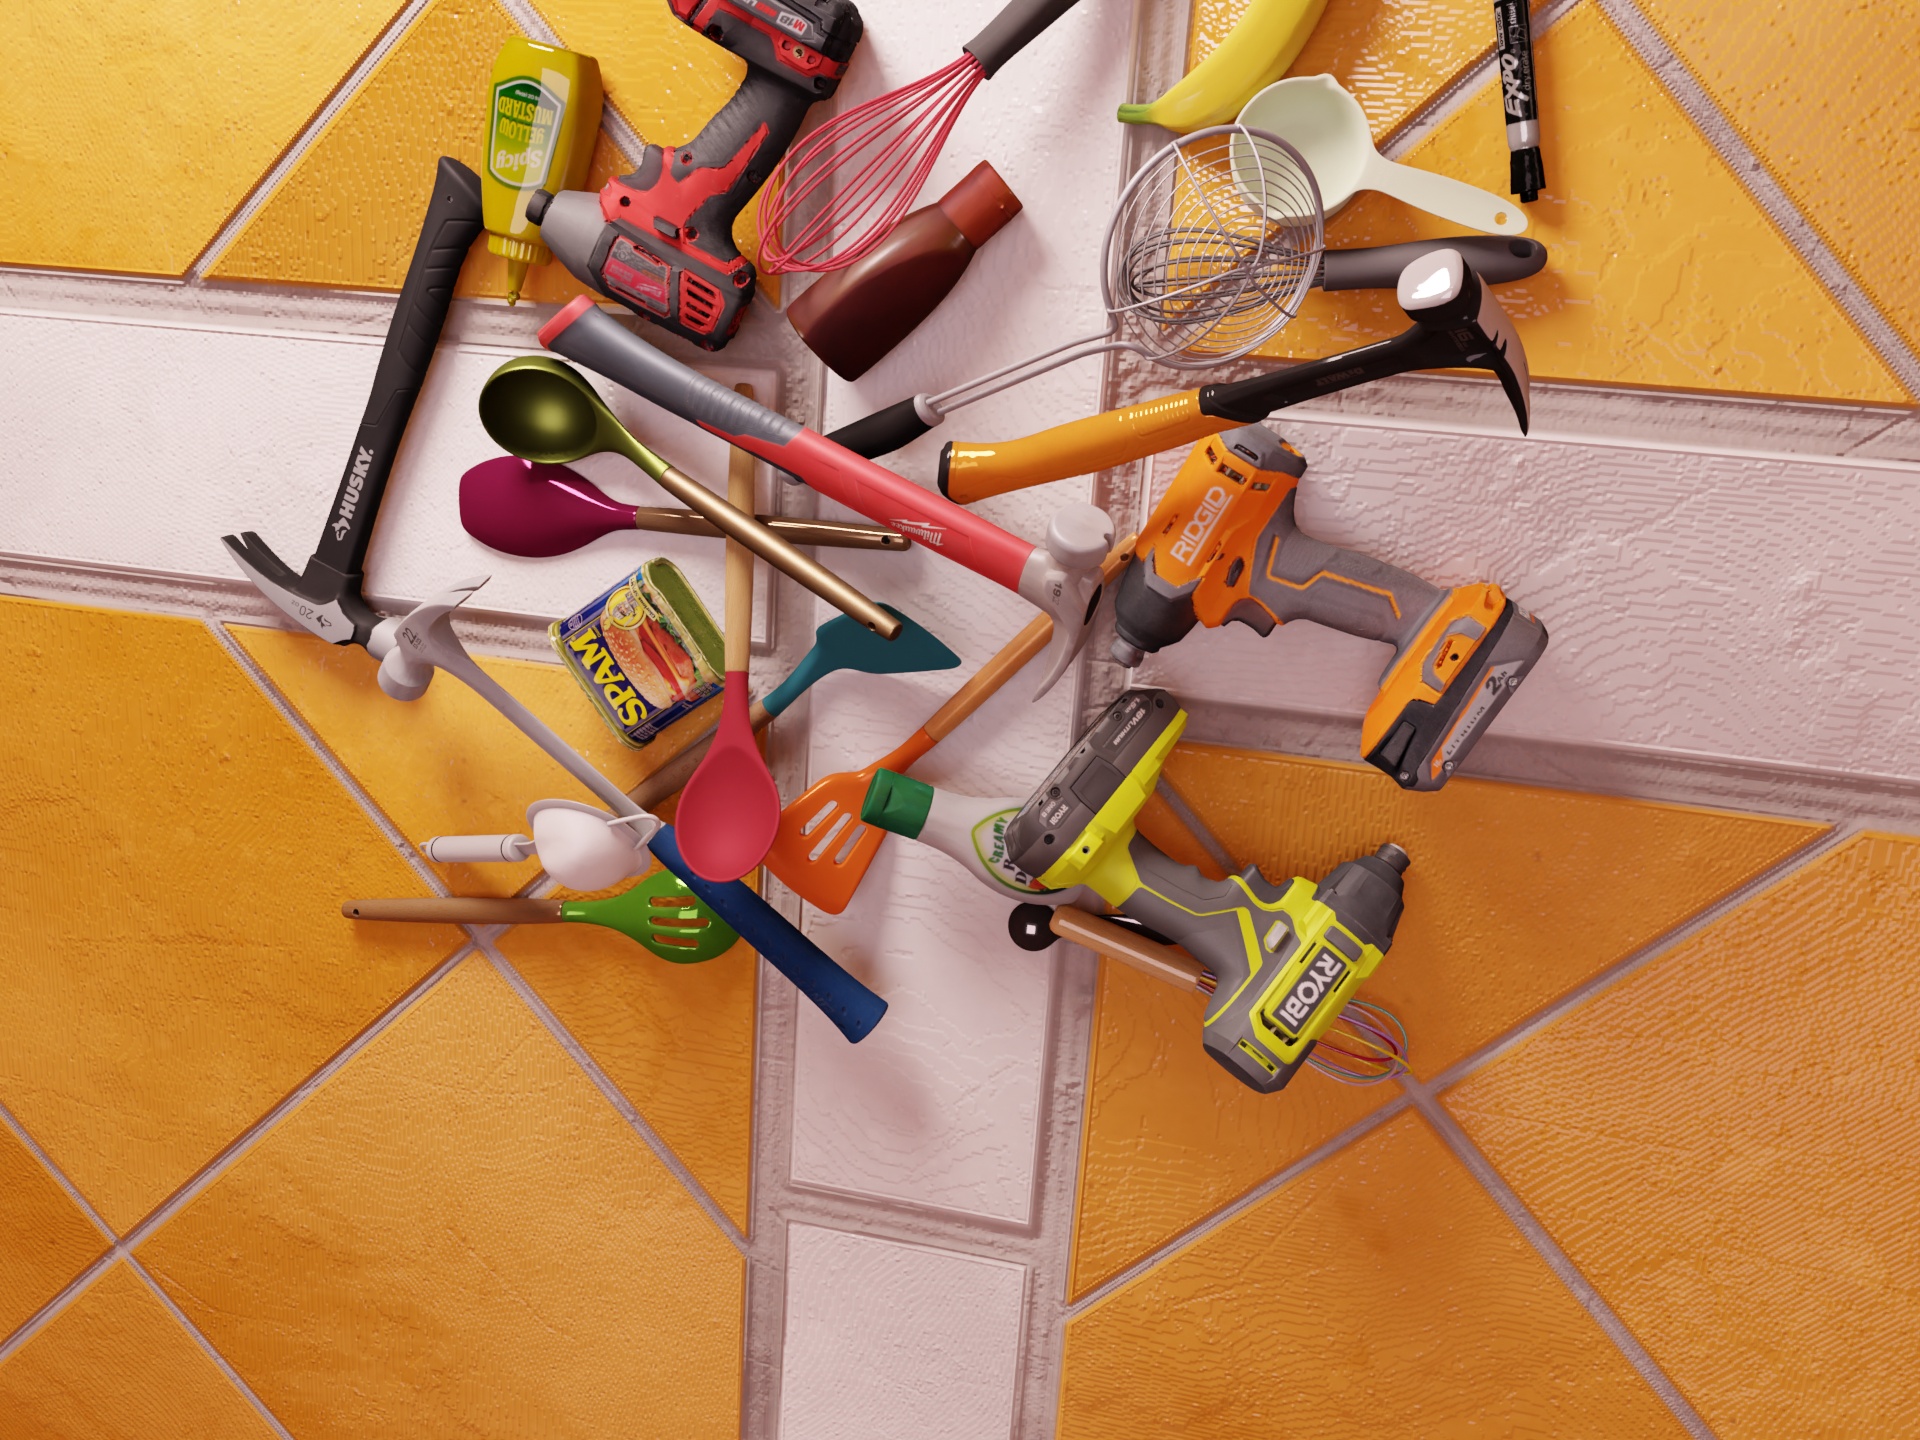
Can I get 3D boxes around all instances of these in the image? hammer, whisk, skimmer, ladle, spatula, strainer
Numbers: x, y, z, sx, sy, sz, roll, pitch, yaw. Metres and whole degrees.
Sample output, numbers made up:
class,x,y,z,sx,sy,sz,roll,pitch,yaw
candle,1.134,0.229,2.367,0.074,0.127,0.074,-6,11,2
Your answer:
class,x,y,z,sx,sy,sz,roll,pitch,yaw
hammer,-0.386,-0.211,1.061,0.146,0.035,0.334,28,109,5
whisk,0.172,0.171,1.010,0.245,0.047,0.051,23,101,6
skimmer,0.035,-0.219,0.915,0.363,0.090,0.127,-14,138,39
ladle,-0.170,-0.131,0.980,0.320,0.062,0.078,35,141,18
whisk,0.207,-0.256,0.900,0.239,0.055,0.055,-1,104,9
spatula,-0.002,-0.003,1.016,0.081,0.041,0.322,42,109,-15
hammer,-0.206,0.066,1.043,0.405,0.035,0.144,42,138,-5
spatula,-0.145,0.012,1.052,0.317,0.044,0.082,-34,134,22
whisk,-0.006,-0.356,0.895,0.296,0.073,0.073,-42,91,4
strainer,-0.294,0.088,1.070,0.258,0.050,0.086,-5,139,42
hammer,-0.091,-0.147,0.961,0.386,0.038,0.143,29,144,13
hammer,0.131,-0.163,0.863,0.337,0.127,0.034,-9,64,36
ladle,-0.142,-0.057,1.003,0.069,0.031,0.315,1,87,11

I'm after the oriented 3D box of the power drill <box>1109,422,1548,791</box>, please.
class,x,y,z,sx,sy,sz,roll,pitch,yaw
power drill,0.204,-0.056,0.933,0.226,0.084,0.164,34,110,8

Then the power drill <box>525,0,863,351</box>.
class,x,y,z,sx,sy,sz,roll,pitch,yaw
power drill,-0.160,-0.345,0.941,0.143,0.079,0.219,27,112,-8

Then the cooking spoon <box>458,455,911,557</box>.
class,x,y,z,sx,sy,sz,roll,pitch,yaw
cooking spoon,-0.186,-0.131,1.040,0.319,0.017,0.068,6,106,13

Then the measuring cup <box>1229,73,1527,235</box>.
class,x,y,z,sx,sy,sz,roll,pitch,yaw
measuring cup,0.230,-0.297,0.881,0.167,0.038,0.083,21,94,5

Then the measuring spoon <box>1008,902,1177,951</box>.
class,x,y,z,sx,sy,sz,roll,pitch,yaw
measuring spoon,0.091,0.138,1.041,0.124,0.018,0.034,0,104,13

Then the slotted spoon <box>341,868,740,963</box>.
class,x,y,z,sx,sy,sz,roll,pitch,yaw
slotted spoon,-0.305,0.138,1.135,0.314,0.031,0.070,-1,100,16

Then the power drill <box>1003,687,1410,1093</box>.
class,x,y,z,sx,sy,sz,roll,pitch,yaw
power drill,0.154,0.090,0.966,0.223,0.080,0.171,40,78,0
